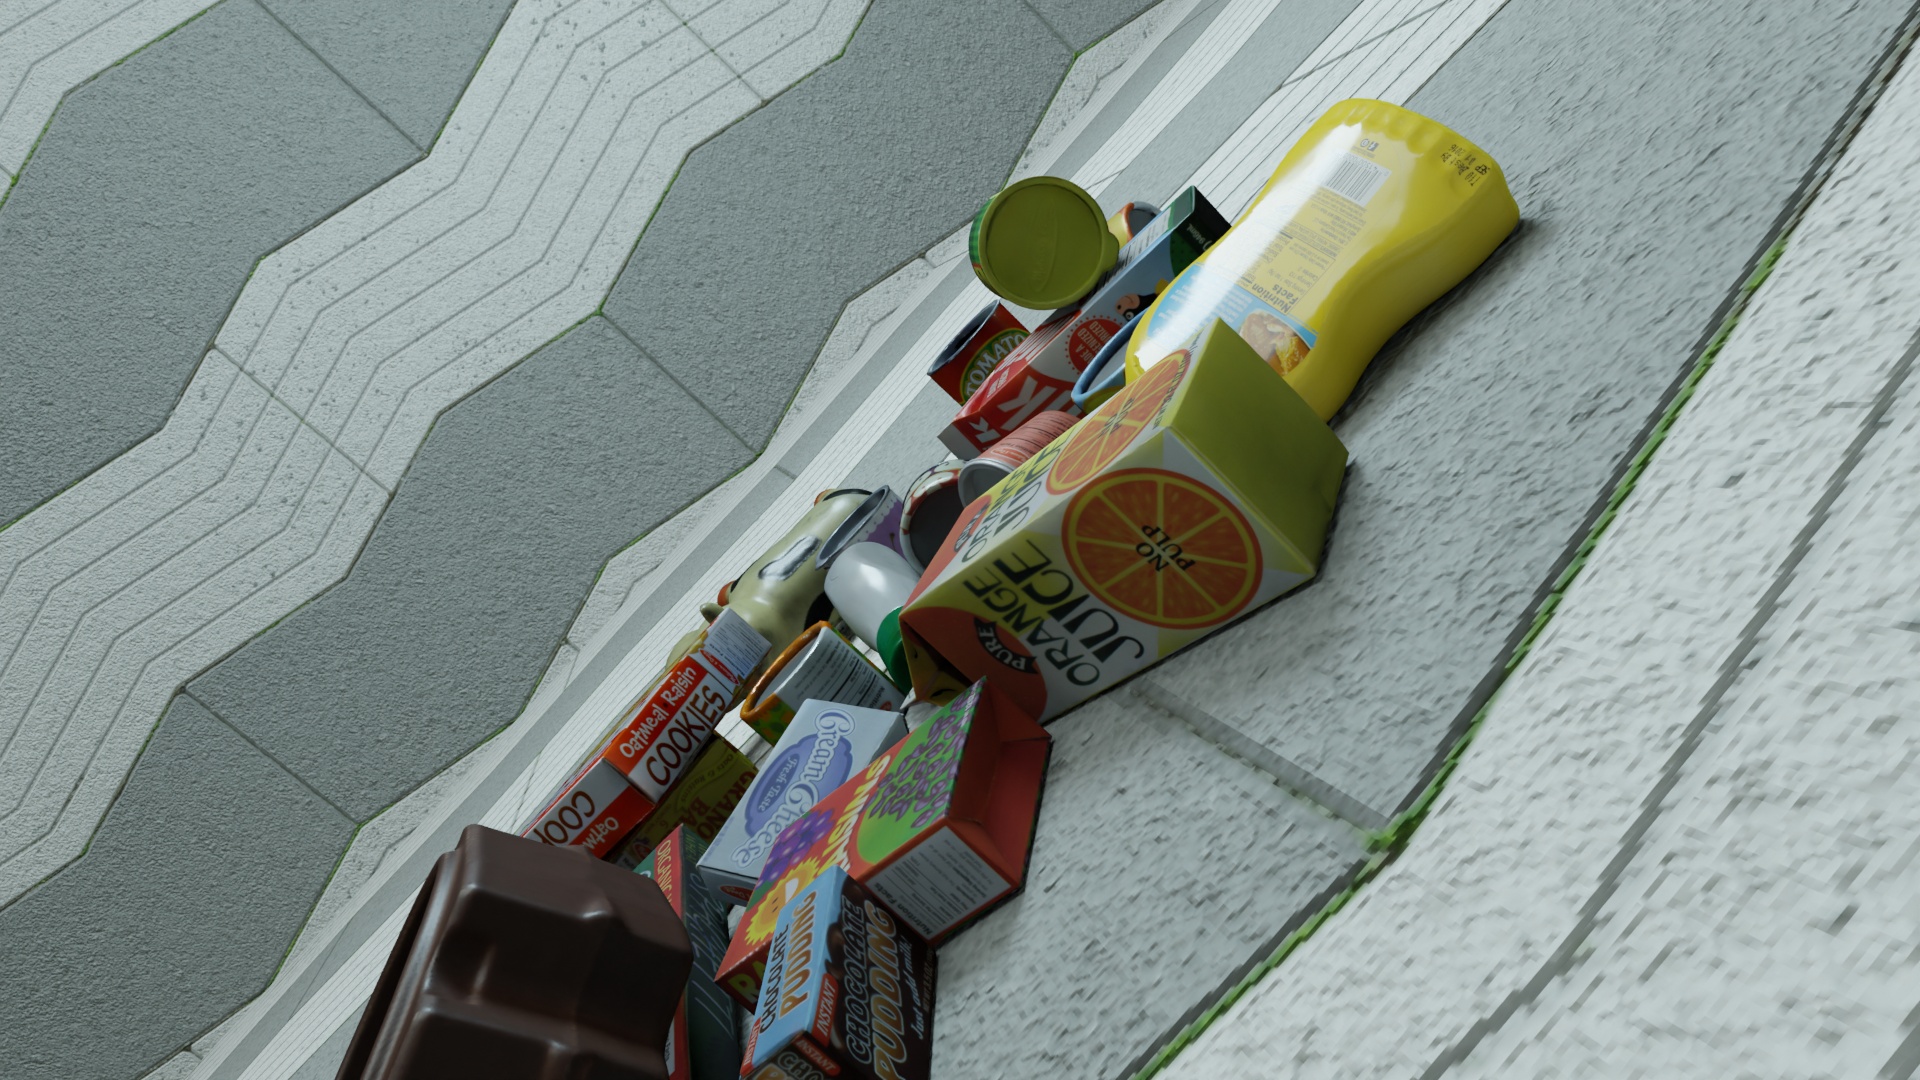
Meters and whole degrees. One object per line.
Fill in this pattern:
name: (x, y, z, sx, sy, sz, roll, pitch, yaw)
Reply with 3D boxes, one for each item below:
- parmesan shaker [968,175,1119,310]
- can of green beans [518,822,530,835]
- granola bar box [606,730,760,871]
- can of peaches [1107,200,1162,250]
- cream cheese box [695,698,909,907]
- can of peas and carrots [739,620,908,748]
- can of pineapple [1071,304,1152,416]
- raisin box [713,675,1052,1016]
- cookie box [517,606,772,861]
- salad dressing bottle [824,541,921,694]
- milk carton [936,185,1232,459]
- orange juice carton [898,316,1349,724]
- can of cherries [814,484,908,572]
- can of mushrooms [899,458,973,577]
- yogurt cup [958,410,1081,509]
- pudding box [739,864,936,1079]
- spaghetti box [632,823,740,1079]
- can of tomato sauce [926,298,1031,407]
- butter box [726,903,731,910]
parmesan shaker: (0.042, -0.157, 0.743, 0.071, 0.071, 0.103, -46, 10, 6)
can of green beans: (-0.255, 0.202, 0.939, 0.057, 0.071, 0.071, -41, 13, 22)
granola bar box: (-0.175, 0.167, 0.811, 0.124, 0.039, 0.165, -50, 8, -12)
can of peaches: (0.111, -0.176, 0.902, 0.058, 0.071, 0.071, -36, 16, 39)
cream cheese box: (-0.067, 0.116, 0.617, 0.053, 0.024, 0.104, 6, 42, 26)
can of peas and carrots: (-0.071, 0.084, 0.707, 0.071, 0.058, 0.071, -44, 12, 12)
can of pineapple: (0.093, -0.068, 0.639, 0.071, 0.058, 0.071, -45, 12, 13)
raisin box: (-0.027, 0.116, 0.508, 0.123, 0.040, 0.086, -40, 15, 26)
cookie box: (-0.179, 0.122, 0.763, 0.122, 0.040, 0.168, -44, 8, 25)
salad dressing bottle: (-0.034, 0.040, 0.727, 0.044, 0.064, 0.148, -57, 19, 4)
milk carton: (0.076, -0.091, 0.738, 0.190, 0.072, 0.074, -41, 13, 23)
orange juice carton: (0.046, 0.007, 0.525, 0.192, 0.073, 0.072, -36, 16, 42)
can of cherries: (-0.049, 0.010, 0.866, 0.071, 0.058, 0.072, -43, 13, 13)
can of mushrooms: (0.003, -0.009, 0.736, 0.071, 0.071, 0.033, -44, 13, 14)
yogurt cup: (0.041, -0.026, 0.674, 0.054, 0.072, 0.072, -44, 10, -28)
pudding box: (-0.035, 0.144, 0.424, 0.030, 0.049, 0.084, -42, 13, 14)
spaghetti box: (-0.115, 0.188, 0.543, 0.050, 0.028, 0.250, -45, 18, 2)
can of tomato sauce: (0.031, -0.102, 0.893, 0.071, 0.083, 0.071, -44, 13, 13)
butter box: (-0.152, 0.207, 0.674, 0.053, 0.024, 0.104, -32, 20, 49)
